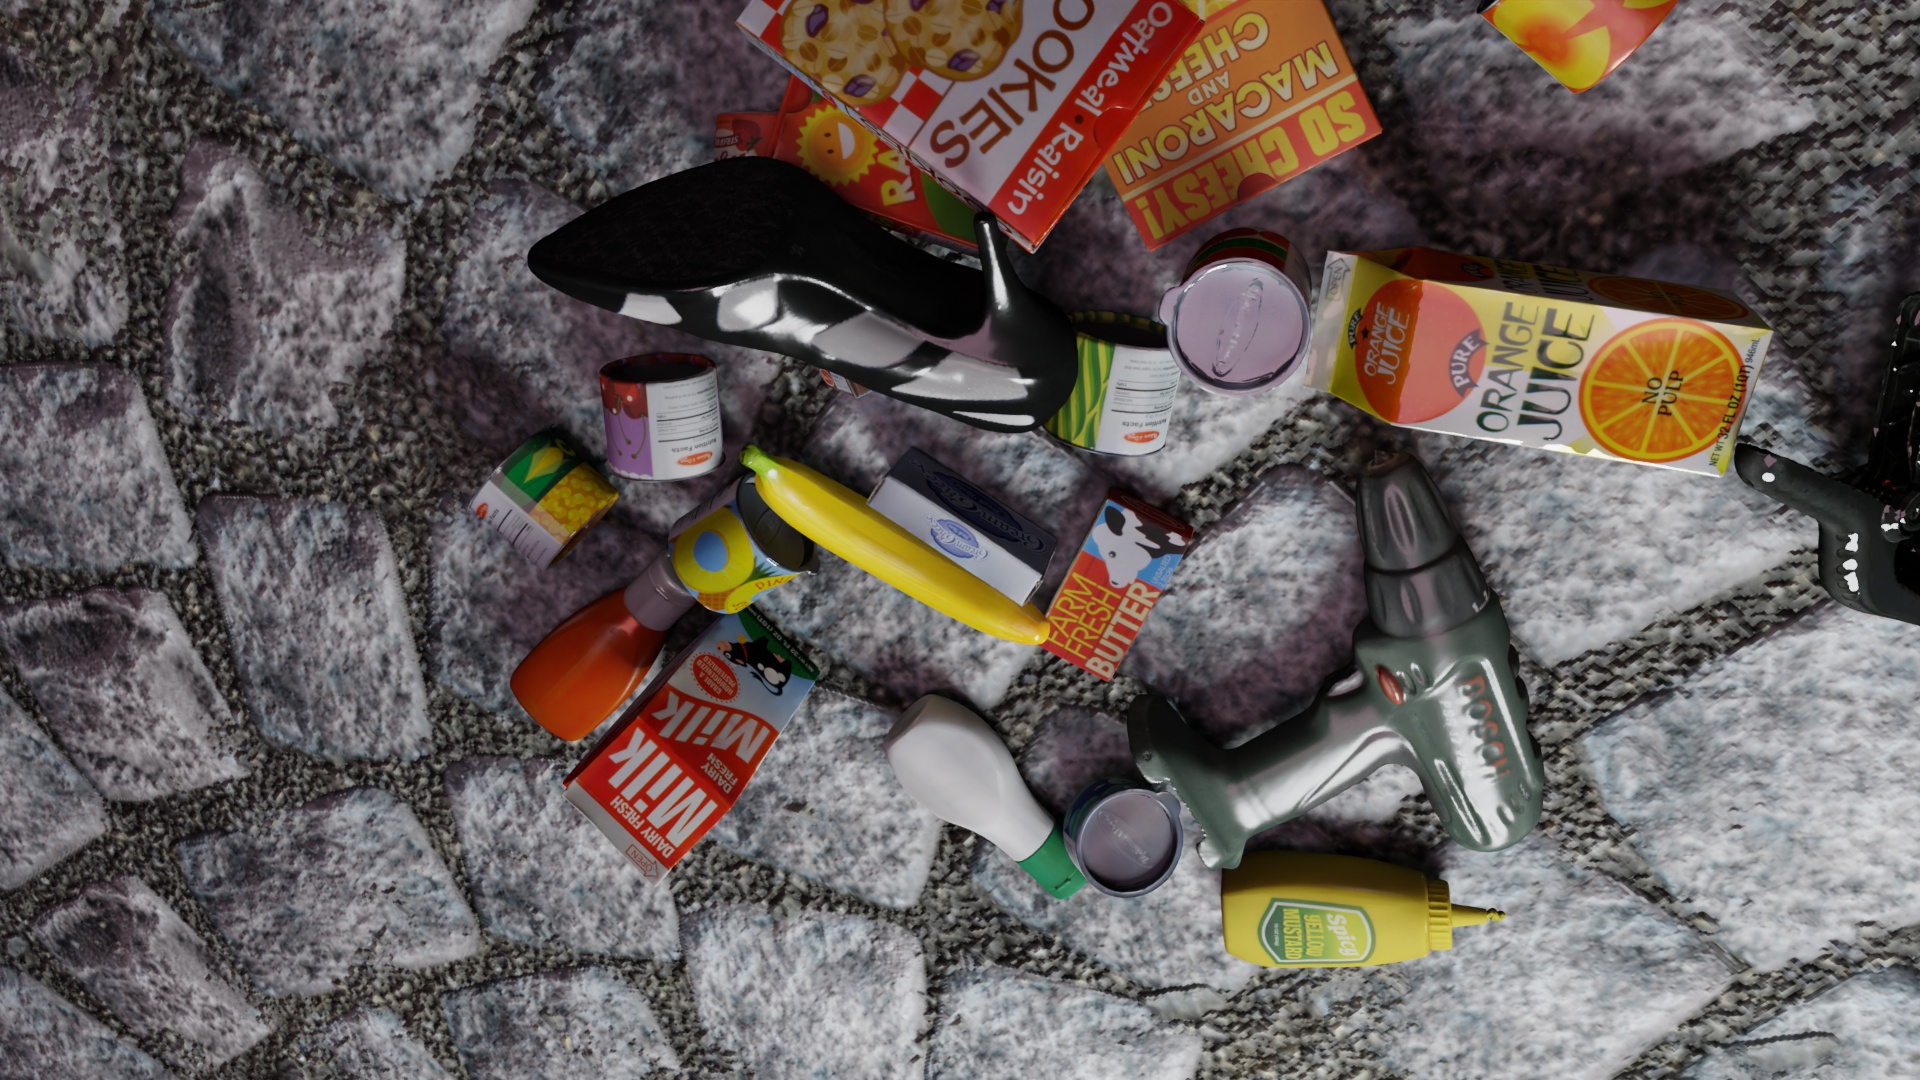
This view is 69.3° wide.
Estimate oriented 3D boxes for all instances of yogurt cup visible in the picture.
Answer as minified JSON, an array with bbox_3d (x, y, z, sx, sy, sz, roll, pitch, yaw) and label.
[{"bbox_3d":[-0.097,-0.193,0.719,0.072,0.072,0.053,3,105,13],"label":"yogurt cup"}]

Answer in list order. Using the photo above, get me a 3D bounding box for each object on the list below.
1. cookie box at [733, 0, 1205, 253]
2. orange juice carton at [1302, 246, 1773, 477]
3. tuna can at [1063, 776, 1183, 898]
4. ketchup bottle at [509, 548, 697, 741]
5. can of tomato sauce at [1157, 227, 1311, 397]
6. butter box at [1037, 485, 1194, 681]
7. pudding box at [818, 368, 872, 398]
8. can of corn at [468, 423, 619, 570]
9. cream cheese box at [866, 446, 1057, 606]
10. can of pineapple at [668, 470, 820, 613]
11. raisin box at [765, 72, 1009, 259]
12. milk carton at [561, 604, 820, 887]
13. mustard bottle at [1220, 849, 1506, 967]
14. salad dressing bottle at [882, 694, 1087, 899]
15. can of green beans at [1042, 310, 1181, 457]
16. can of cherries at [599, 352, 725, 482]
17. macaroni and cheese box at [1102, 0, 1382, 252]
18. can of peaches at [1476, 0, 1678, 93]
[{"bbox_3d":[0.004,-0.228,0.623,0.167,0.040,0.123,37,96,-1],"label":"cookie box"},{"bbox_3d":[0.266,-0.090,0.661,0.193,0.073,0.071,11,116,11],"label":"orange juice carton"},{"bbox_3d":[0.098,0.173,0.826,0.071,0.033,0.071,-1,95,-12],"label":"tuna can"},{"bbox_3d":[-0.217,0.063,0.869,0.064,0.044,0.148,45,116,-8],"label":"ketchup bottle"},{"bbox_3d":[0.136,-0.114,0.679,0.071,0.083,0.071,5,114,13],"label":"can of tomato sauce"},{"bbox_3d":[0.085,0.025,0.785,0.053,0.024,0.103,27,116,3],"label":"butter box"},{"bbox_3d":[-0.060,-0.106,0.734,0.030,0.084,0.049,-26,106,-10],"label":"pudding box"},{"bbox_3d":[-0.245,-0.026,0.828,0.058,0.071,0.071,43,116,-7],"label":"can of corn"},{"bbox_3d":[0.003,-0.010,0.775,0.104,0.053,0.024,33,117,-1],"label":"cream cheese box"},{"bbox_3d":[-0.126,0.003,0.807,0.057,0.071,0.071,-31,102,25],"label":"can of pineapple"},{"bbox_3d":[-0.027,-0.195,0.678,0.123,0.040,0.086,17,93,-10],"label":"raisin box"},{"bbox_3d":[-0.157,0.116,0.793,0.073,0.191,0.072,-40,98,26],"label":"milk carton"},{"bbox_3d":[0.234,0.217,0.813,0.160,0.049,0.065,-3,113,16],"label":"mustard bottle"},{"bbox_3d":[0.019,0.158,0.849,0.147,0.044,0.064,44,111,-8],"label":"salad dressing bottle"},{"bbox_3d":[0.079,-0.082,0.718,0.071,0.071,0.057,13,114,9],"label":"can of green beans"},{"bbox_3d":[-0.171,-0.071,0.788,0.071,0.072,0.058,4,114,13],"label":"can of cherries"},{"bbox_3d":[0.107,-0.240,0.658,0.123,0.040,0.166,-25,104,23],"label":"macaroni and cheese box"},{"bbox_3d":[0.270,-0.238,0.599,0.058,0.071,0.071,39,116,-5],"label":"can of peaches"}]
